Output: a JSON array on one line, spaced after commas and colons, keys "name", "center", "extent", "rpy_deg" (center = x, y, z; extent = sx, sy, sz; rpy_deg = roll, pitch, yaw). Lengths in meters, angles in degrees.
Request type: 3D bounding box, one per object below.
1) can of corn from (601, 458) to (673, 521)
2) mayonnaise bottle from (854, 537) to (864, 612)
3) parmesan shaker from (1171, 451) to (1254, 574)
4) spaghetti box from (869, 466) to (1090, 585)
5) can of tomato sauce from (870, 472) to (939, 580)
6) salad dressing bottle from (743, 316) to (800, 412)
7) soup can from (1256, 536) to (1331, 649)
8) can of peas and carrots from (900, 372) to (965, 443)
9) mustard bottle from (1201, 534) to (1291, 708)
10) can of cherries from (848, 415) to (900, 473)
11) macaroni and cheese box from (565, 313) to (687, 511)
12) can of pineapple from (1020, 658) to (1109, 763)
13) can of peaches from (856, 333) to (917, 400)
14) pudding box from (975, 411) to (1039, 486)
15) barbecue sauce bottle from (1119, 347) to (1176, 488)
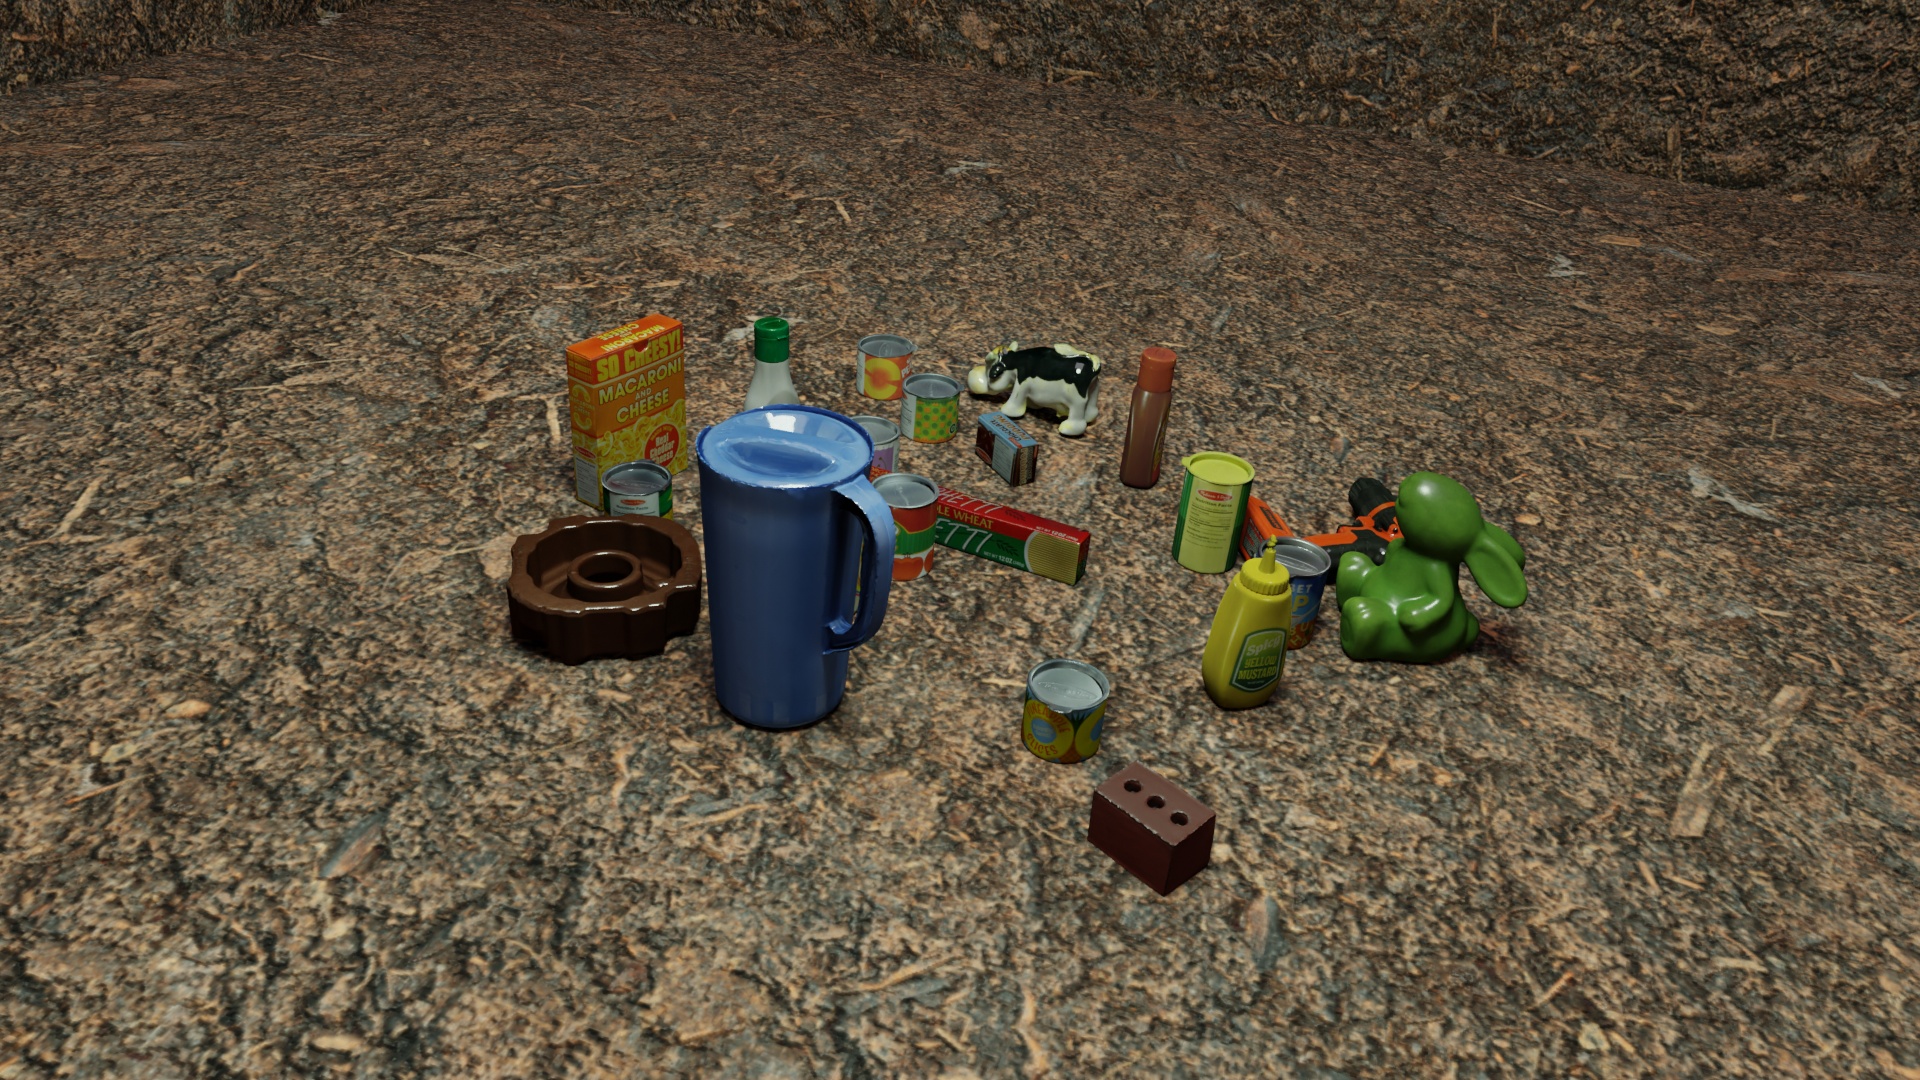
[{"name": "can of corn", "center": [-0.311, -0.037, 1.343], "extent": [0.071, 0.058, 0.071], "rpy_deg": [4, 31, -2]}, {"name": "mayonnaise bottle", "center": [-0.103, -0.005, 1.237], "extent": [0.041, 0.147, 0.065], "rpy_deg": [13, 32, 13]}, {"name": "parmesan shaker", "center": [0.245, -0.028, 1.369], "extent": [0.071, 0.102, 0.071], "rpy_deg": [4, 31, -2]}, {"name": "spaghetti box", "center": [0.005, -0.017, 1.366], "extent": [0.250, 0.050, 0.029], "rpy_deg": [17, 33, 19]}, {"name": "can of tomato sauce", "center": [-0.058, -0.013, 1.317], "extent": [0.071, 0.082, 0.071], "rpy_deg": [4, 31, -2]}, {"name": "salad dressing bottle", "center": [-0.201, -0.164, 1.481], "extent": [0.064, 0.146, 0.044], "rpy_deg": [-21, 40, -36]}, {"name": "soup can", "center": [0.296, 0.049, 1.269], "extent": [0.071, 0.083, 0.072], "rpy_deg": [4, 31, -2]}, {"name": "can of peas and carrots", "center": [-0.032, -0.150, 1.568], "extent": [0.071, 0.058, 0.071], "rpy_deg": [4, 31, -2]}, {"name": "mustard bottle", "center": [0.245, 0.066, 1.161], "extent": [0.065, 0.159, 0.049], "rpy_deg": [-6, 33, -18]}, {"name": "can of cherries", "center": [-0.100, -0.092, 1.464], "extent": [0.071, 0.058, 0.072], "rpy_deg": [4, 31, -2]}, {"name": "macaroni and cheese box", "center": [-0.329, -0.129, 1.386], "extent": [0.040, 0.165, 0.124], "rpy_deg": [23, 35, 26]}, {"name": "can of pineapple", "center": [0.082, 0.138, 1.117], "extent": [0.071, 0.057, 0.071], "rpy_deg": [4, 31, -2]}, {"name": "can of peaches", "center": [-0.088, -0.206, 1.652], "extent": [0.071, 0.057, 0.071], "rpy_deg": [4, 31, -2]}, {"name": "pudding box", "center": [0.049, -0.100, 1.508], "extent": [0.030, 0.049, 0.084], "rpy_deg": [-13, 36, -27]}, {"name": "barbecue sauce bottle", "center": [0.202, -0.133, 1.490], "extent": [0.044, 0.147, 0.065], "rpy_deg": [11, 32, 10]}]
